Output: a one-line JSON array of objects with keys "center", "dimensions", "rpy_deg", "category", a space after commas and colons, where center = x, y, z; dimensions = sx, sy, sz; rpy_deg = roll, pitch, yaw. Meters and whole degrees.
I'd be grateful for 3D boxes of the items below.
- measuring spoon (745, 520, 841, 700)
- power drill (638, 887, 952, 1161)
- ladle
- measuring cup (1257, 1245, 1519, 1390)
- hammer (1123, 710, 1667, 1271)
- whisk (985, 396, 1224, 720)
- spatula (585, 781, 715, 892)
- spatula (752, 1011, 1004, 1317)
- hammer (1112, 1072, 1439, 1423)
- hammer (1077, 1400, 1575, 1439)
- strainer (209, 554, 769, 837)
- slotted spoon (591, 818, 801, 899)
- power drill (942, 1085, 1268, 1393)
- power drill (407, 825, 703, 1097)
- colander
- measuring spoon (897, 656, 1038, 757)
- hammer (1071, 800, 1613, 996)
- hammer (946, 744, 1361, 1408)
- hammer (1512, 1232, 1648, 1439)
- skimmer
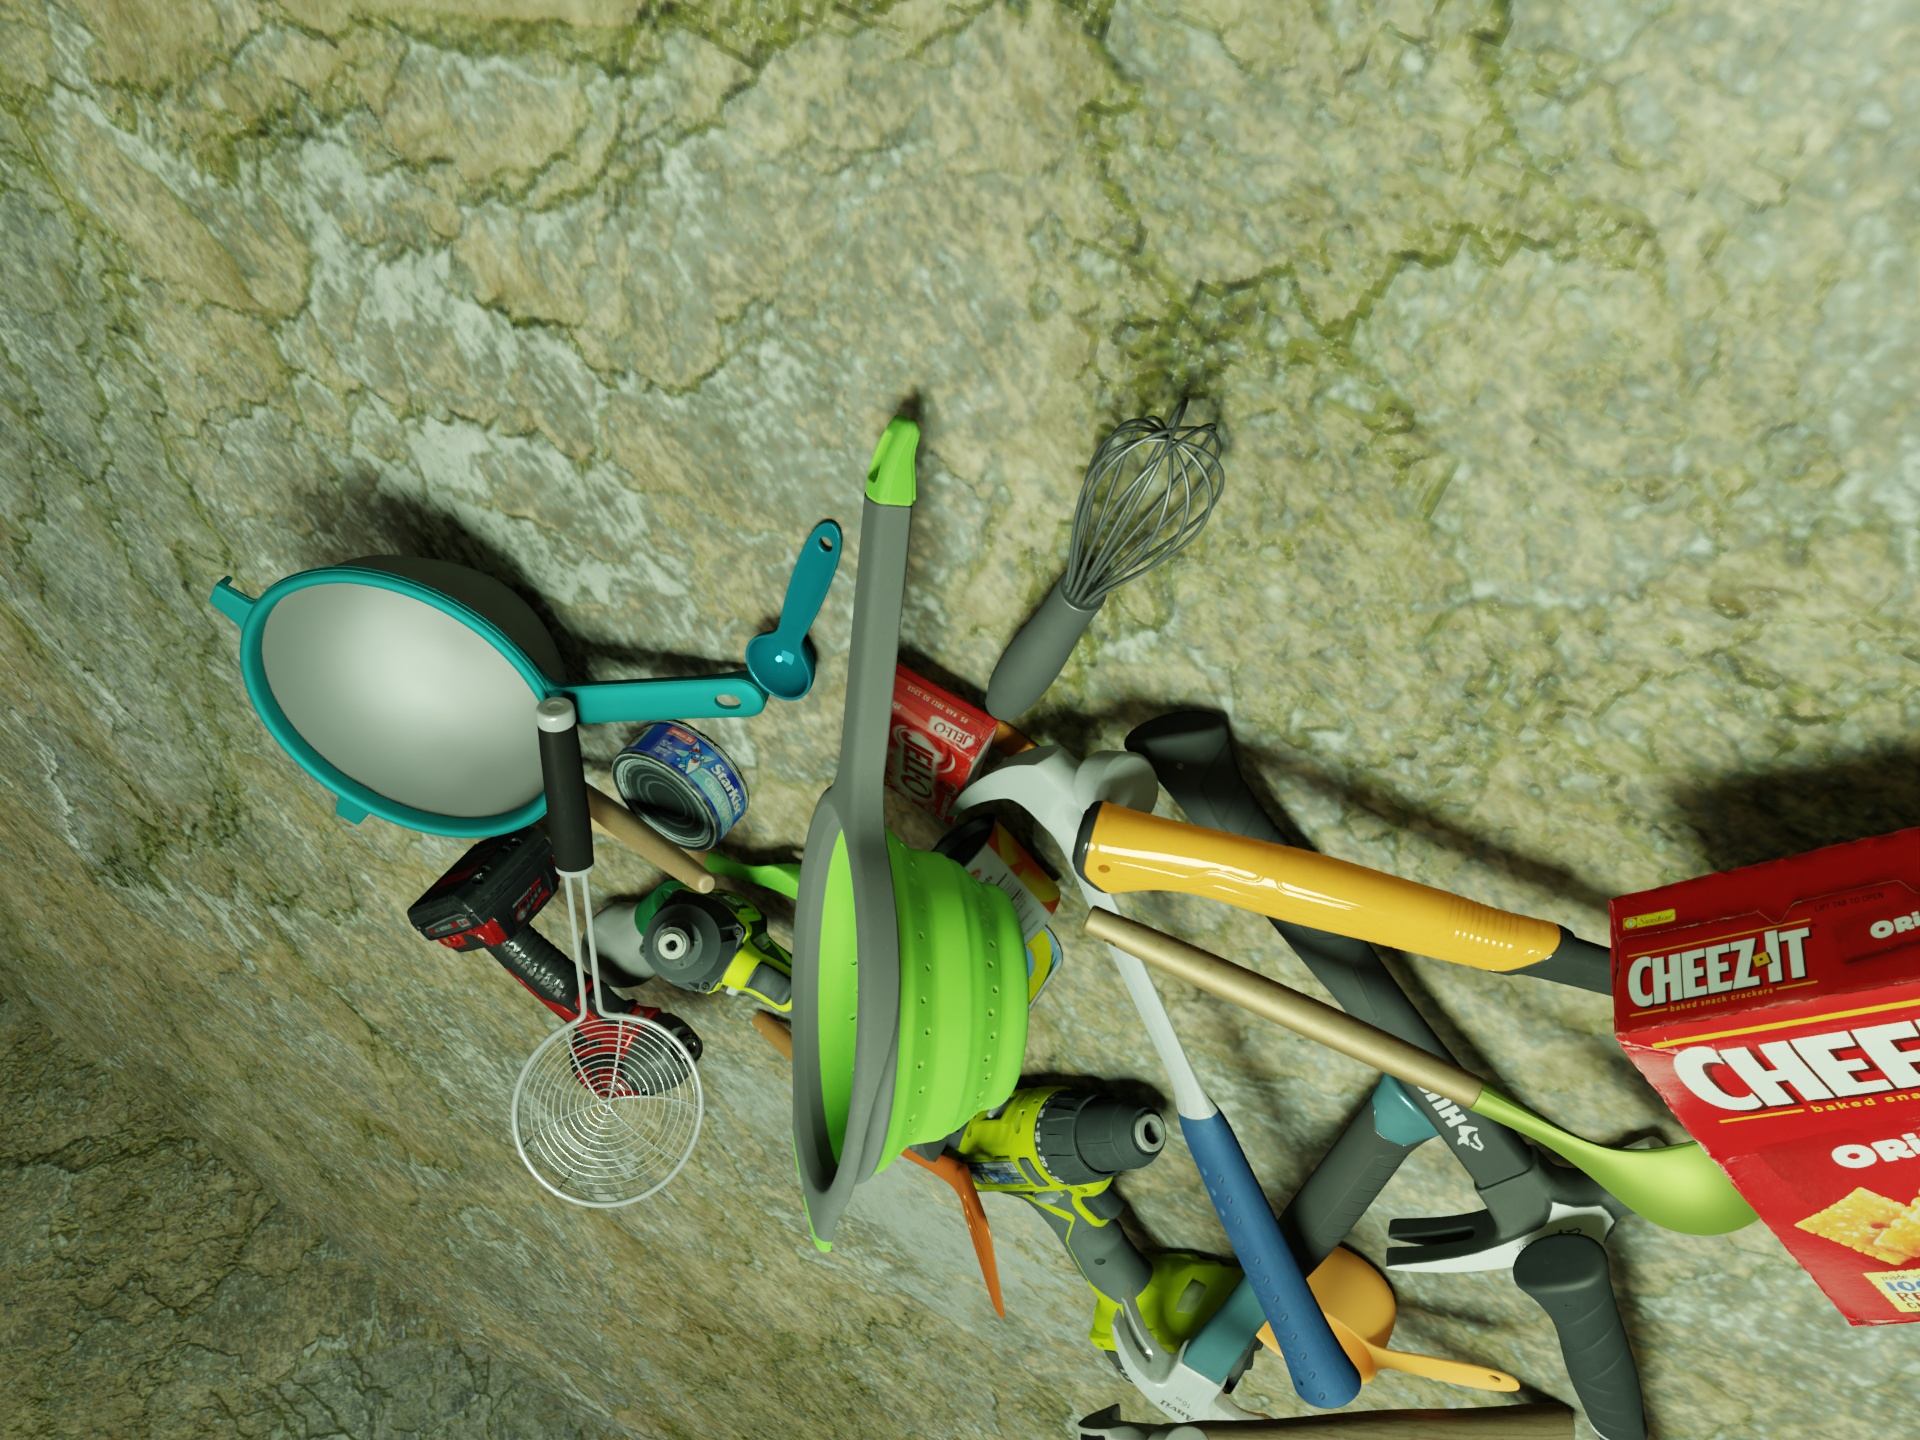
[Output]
[{"center": [-0.081, -0.061, 0.839], "dimensions": [0.042, 0.021, 0.128], "rpy_deg": [34, 134, 6], "category": "measuring spoon"}, {"center": [-0.091, 0.179, 0.989], "dimensions": [0.223, 0.080, 0.171], "rpy_deg": [30, 176, 5], "category": "power drill"}, {"center": [0.208, 0.143, 0.709], "dimensions": [0.320, 0.062, 0.078], "rpy_deg": [24, 158, 7], "category": "ladle"}, {"center": [0.257, 0.361, 0.959], "dimensions": [0.174, 0.052, 0.095], "rpy_deg": [-3, 127, 40], "category": "measuring cup"}, {"center": [0.189, 0.131, 0.762], "dimensions": [0.146, 0.035, 0.334], "rpy_deg": [-34, 100, 29], "category": "hammer"}, {"center": [0.053, -0.060, 0.699], "dimensions": [0.055, 0.055, 0.239], "rpy_deg": [37, 148, 3], "category": "whisk"}, {"center": [-0.254, 0.057, 1.045], "dimensions": [0.318, 0.044, 0.082], "rpy_deg": [24, 131, 47], "category": "spatula"}, {"center": [-0.060, 0.278, 1.078], "dimensions": [0.323, 0.041, 0.081], "rpy_deg": [27, 134, 47], "category": "spatula"}, {"center": [0.186, 0.309, 0.908], "dimensions": [0.128, 0.033, 0.330], "rpy_deg": [28, 127, 8], "category": "hammer"}, {"center": [0.213, 0.403, 0.895], "dimensions": [0.331, 0.031, 0.130], "rpy_deg": [10, 158, -26], "category": "hammer"}, {"center": [-0.268, -0.034, 0.980], "dimensions": [0.340, 0.095, 0.210], "rpy_deg": [-2, 129, 16], "category": "strainer"}, {"center": [-0.187, 0.086, 1.071], "dimensions": [0.314, 0.031, 0.070], "rpy_deg": [15, 155, 32], "category": "slotted spoon"}, {"center": [0.105, 0.329, 1.036], "dimensions": [0.190, 0.080, 0.228], "rpy_deg": [-21, 111, 50], "category": "power drill"}, {"center": [-0.280, 0.184, 1.143], "dimensions": [0.143, 0.078, 0.219], "rpy_deg": [-18, 116, 49], "category": "power drill"}, {"center": [-0.014, 0.058, 0.758], "dimensions": [0.094, 0.205, 0.397], "rpy_deg": [2, 108, -14], "category": "colander"}, {"center": [-0.001, -0.003, 0.829], "dimensions": [0.117, 0.011, 0.021], "rpy_deg": [33, 143, 8], "category": "measuring spoon"}, {"center": [0.212, 0.084, 0.656], "dimensions": [0.337, 0.034, 0.127], "rpy_deg": [14, 139, 10], "category": "hammer"}, {"center": [0.115, 0.190, 0.823], "dimensions": [0.144, 0.035, 0.405], "rpy_deg": [2, 122, 57], "category": "hammer"}, {"center": [0.362, 0.390, 0.856], "dimensions": [0.149, 0.036, 0.408], "rpy_deg": [-4, 134, 30], "category": "hammer"}, {"center": [-0.231, 0.155, 0.997], "dimensions": [0.090, 0.127, 0.363], "rpy_deg": [-118, 25, -50], "category": "skimmer"}]
